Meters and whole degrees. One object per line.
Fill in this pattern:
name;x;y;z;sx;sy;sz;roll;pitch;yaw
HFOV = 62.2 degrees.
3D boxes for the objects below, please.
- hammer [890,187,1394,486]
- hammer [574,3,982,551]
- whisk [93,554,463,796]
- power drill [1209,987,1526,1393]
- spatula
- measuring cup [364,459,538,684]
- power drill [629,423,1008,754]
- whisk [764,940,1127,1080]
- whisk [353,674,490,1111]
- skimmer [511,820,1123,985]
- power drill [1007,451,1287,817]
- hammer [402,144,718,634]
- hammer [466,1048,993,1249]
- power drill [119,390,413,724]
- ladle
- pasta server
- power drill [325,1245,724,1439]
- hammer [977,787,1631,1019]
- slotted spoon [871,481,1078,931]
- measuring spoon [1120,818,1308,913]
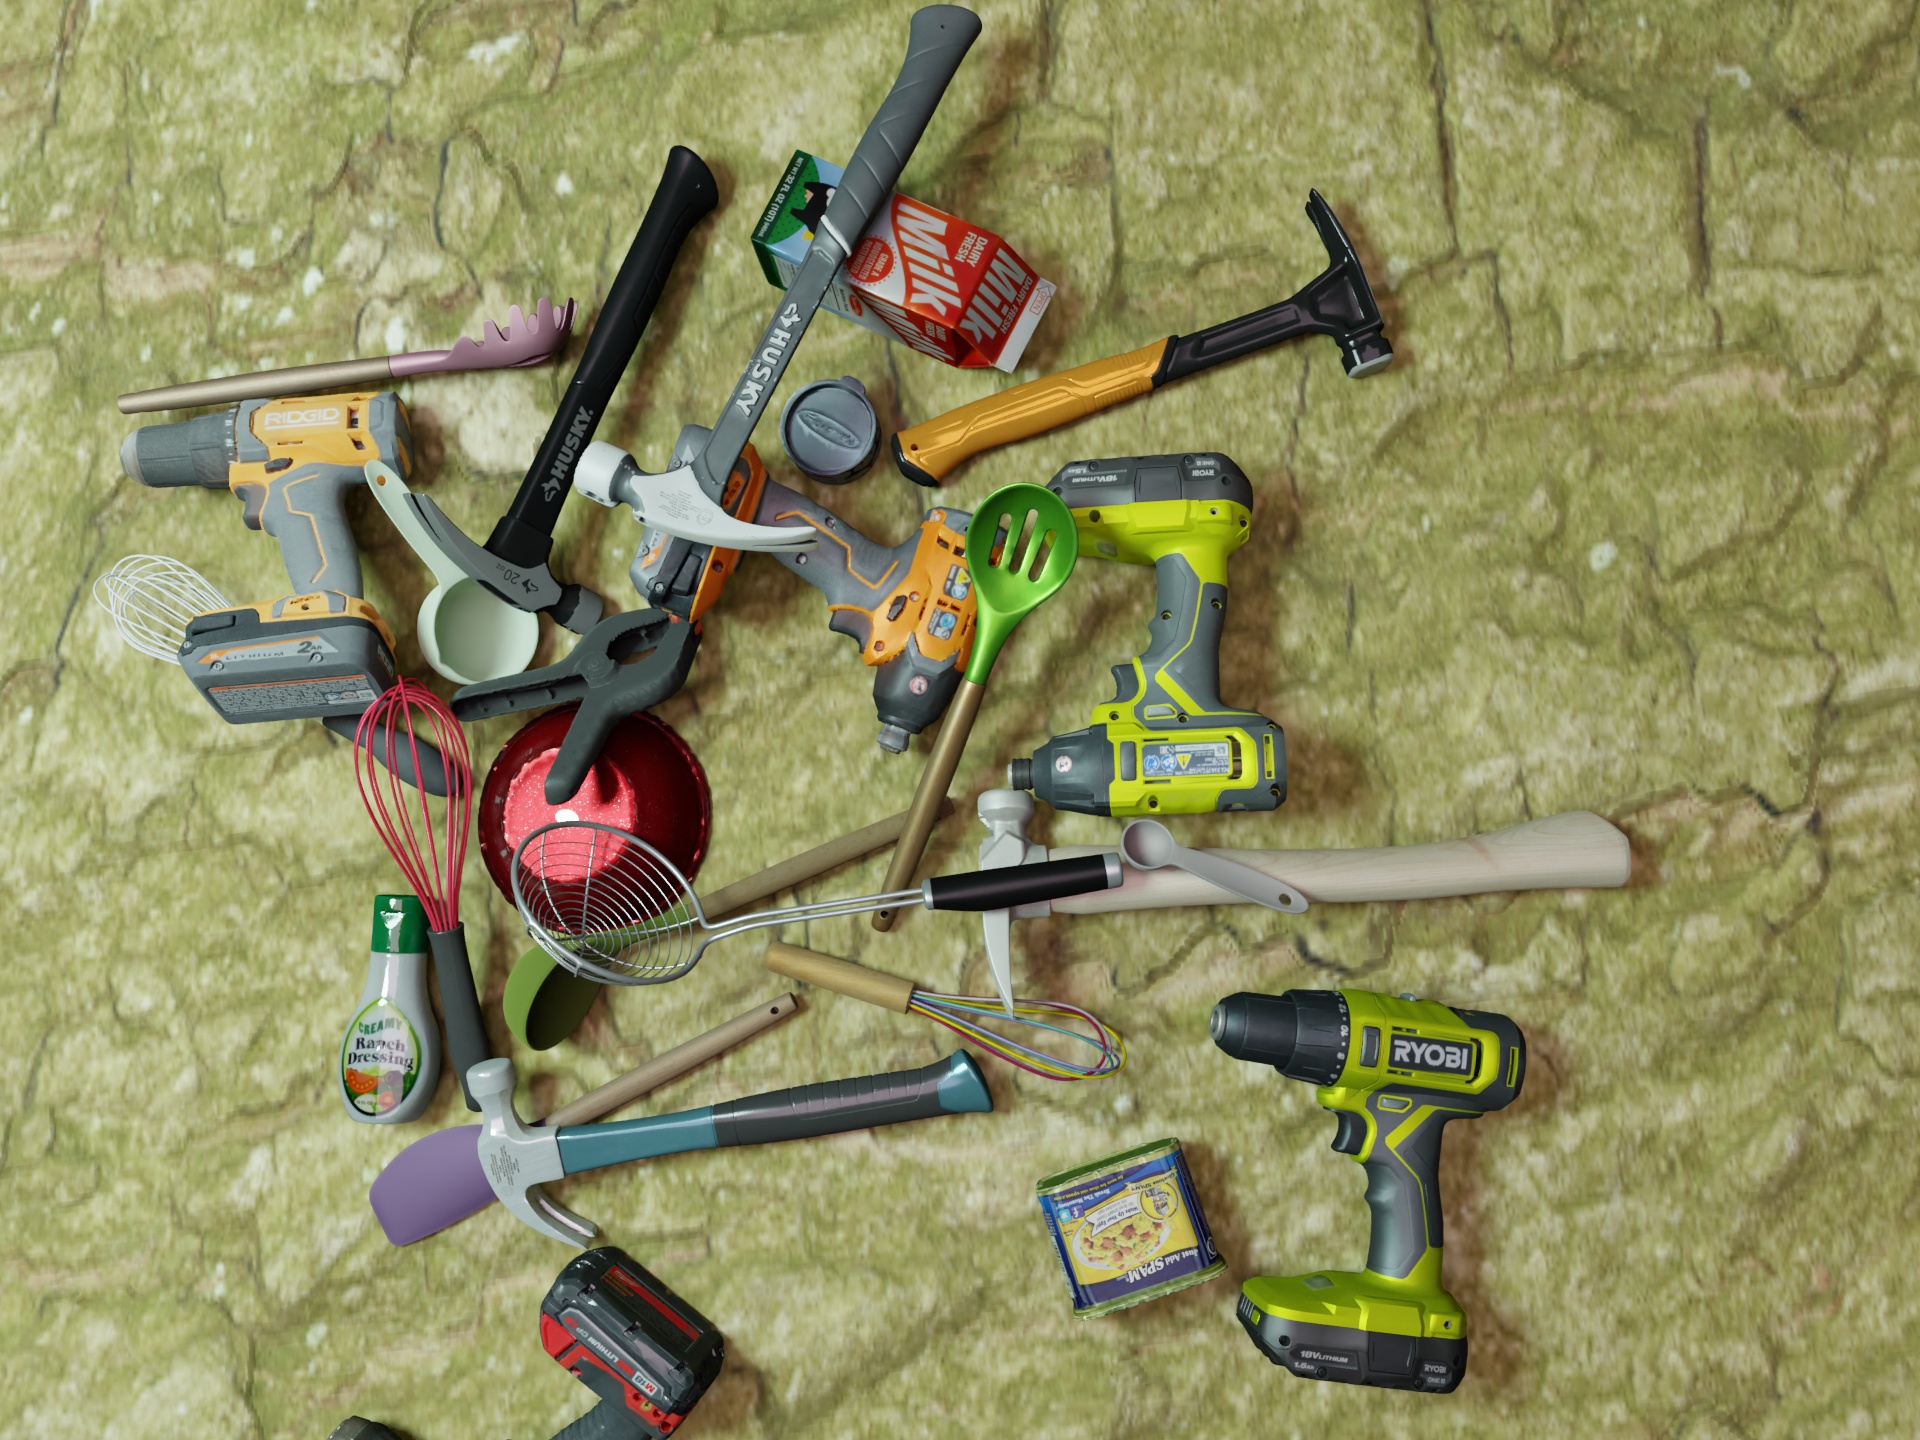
hammer;0.111;-0.241;1.070;0.337;0.034;0.127;-20;84;2
hammer;-0.082;-0.288;1.002;0.149;0.036;0.409;24;75;5
whisk;-0.460;-0.027;1.082;0.284;0.070;0.070;31;87;1
power drill;0.238;0.279;0.979;0.190;0.080;0.228;9;84;-6
spatula;-0.250;0.256;1.054;0.316;0.018;0.060;-27;86;2
measuring cup;-0.346;-0.097;1.047;0.083;0.038;0.167;-46;118;-33
power drill;-0.094;-0.084;1.034;0.226;0.084;0.164;20;86;-8
whisk;-0.010;0.186;1.037;0.245;0.051;0.047;16;65;9
whisk;-0.337;0.116;1.028;0.073;0.073;0.295;-6;101;3
skimmer;-0.083;0.094;0.969;0.363;0.127;0.090;-8;127;0
power drill;0.114;-0.050;1.013;0.171;0.080;0.223;-2;76;7
hammer;-0.247;-0.237;1.067;0.035;0.146;0.335;9;74;49
hammer;-0.145;0.259;1.030;0.331;0.033;0.128;-9;97;0
power drill;-0.459;-0.114;1.043;0.185;0.084;0.226;-5;64;-6
ladle;-0.148;0.127;1.042;0.320;0.078;0.062;-23;62;-4
pasta server;-0.417;-0.246;1.087;0.316;0.060;0.040;-9;100;-2
power drill;-0.280;0.448;1.010;0.188;0.080;0.226;36;91;7
hammer;0.218;0.108;1.014;0.410;0.038;0.146;-3;69;2
slotted spoon;-0.002;-0.003;1.012;0.070;0.031;0.313;21;106;2
measuring spoon;0.158;0.097;0.997;0.124;0.018;0.034;22;59;3
